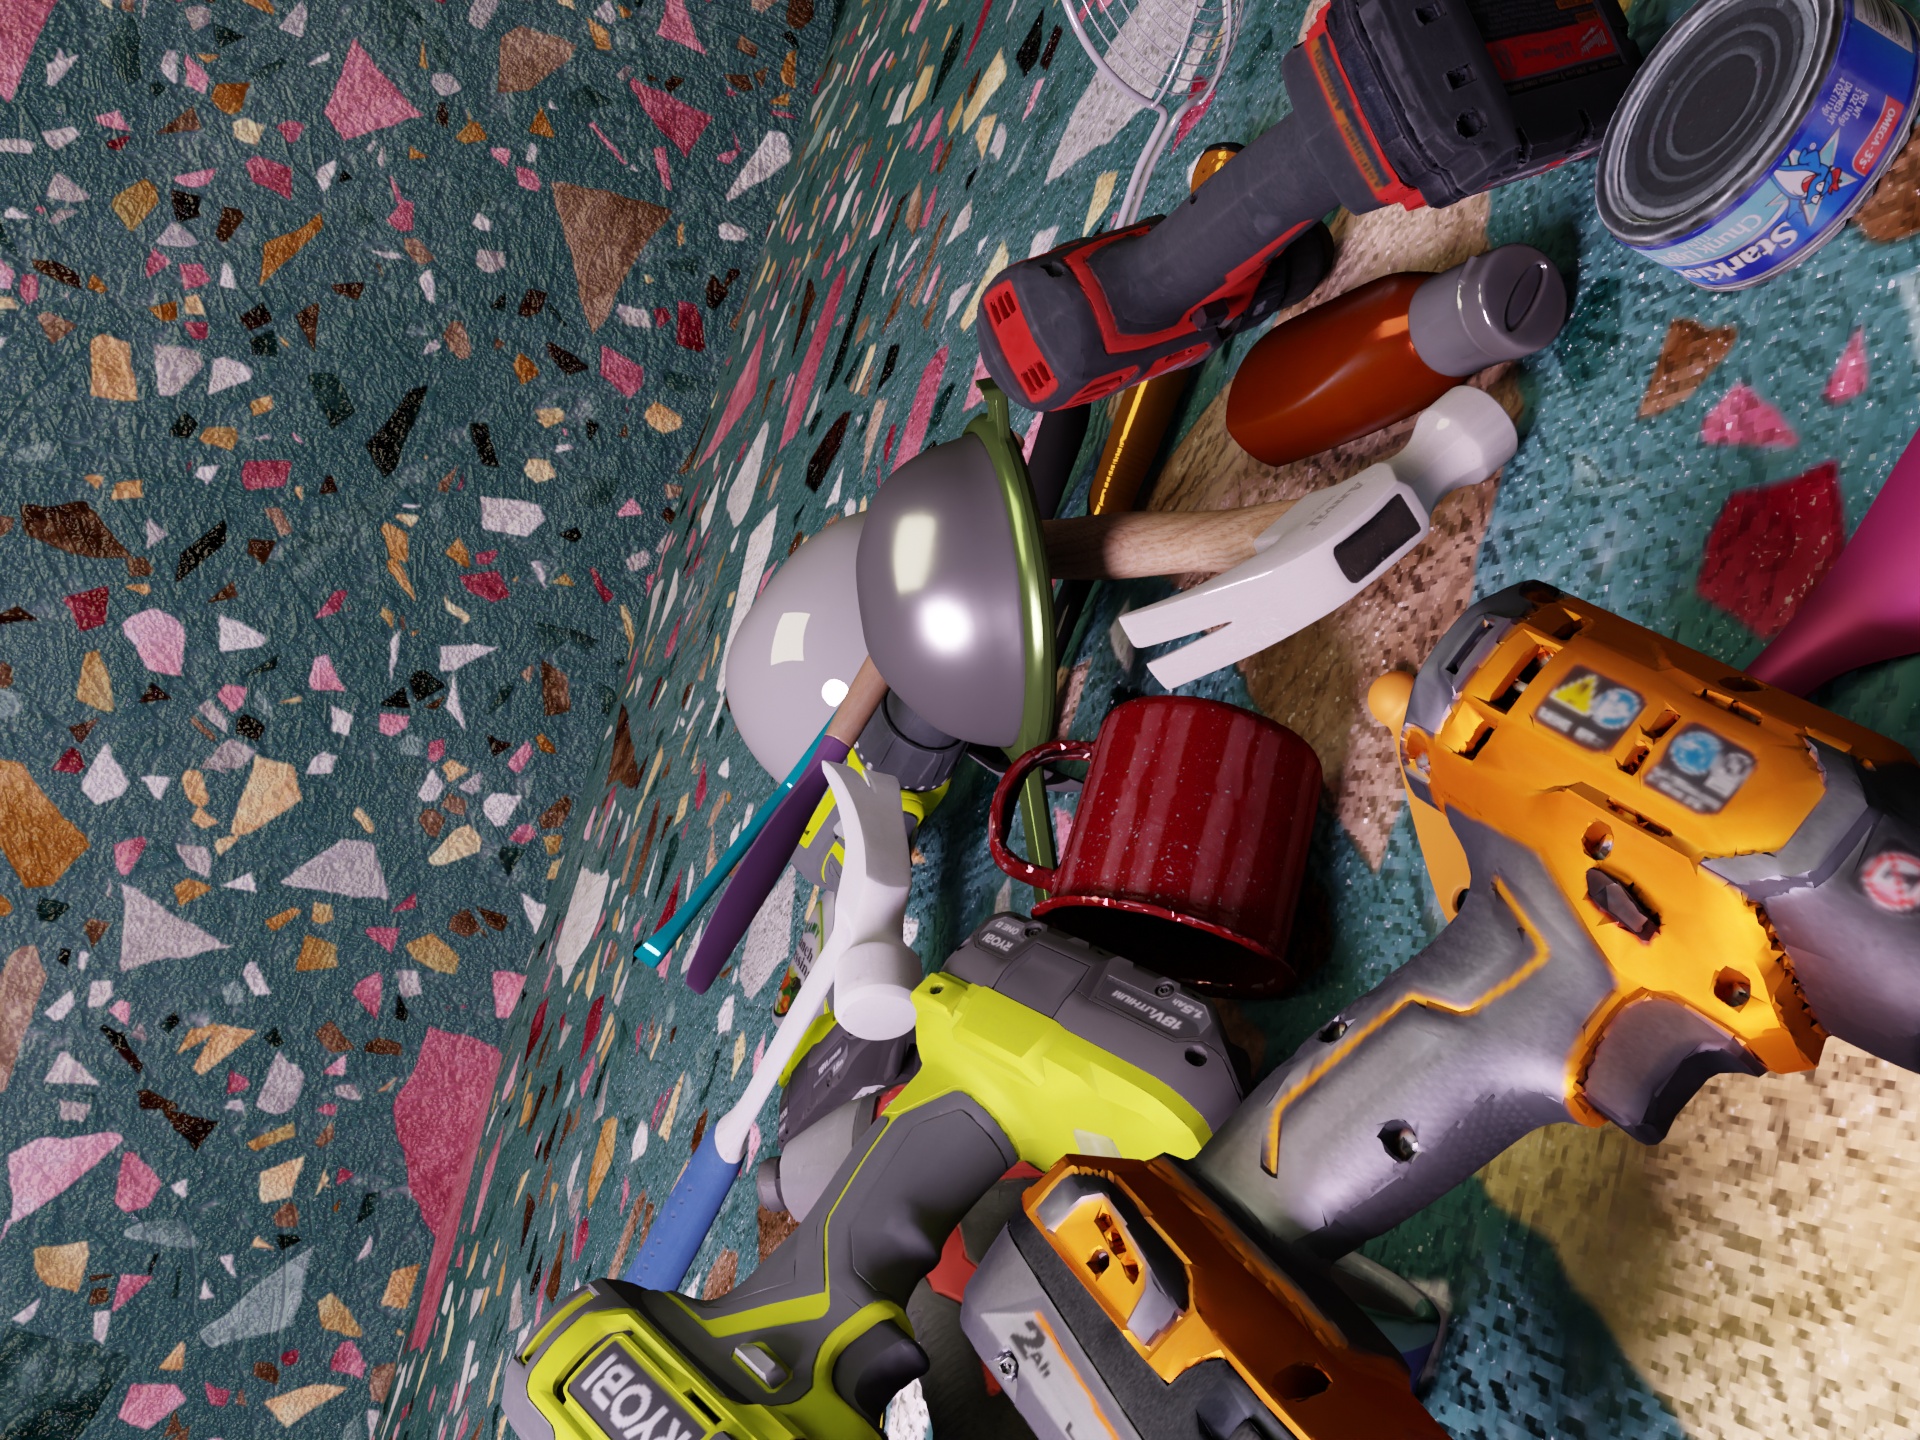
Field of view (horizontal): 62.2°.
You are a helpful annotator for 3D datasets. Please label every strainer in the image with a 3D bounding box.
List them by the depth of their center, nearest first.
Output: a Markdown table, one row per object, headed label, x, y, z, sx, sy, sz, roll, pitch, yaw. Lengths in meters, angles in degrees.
| label | x | y | z | sx | sy | sz | roll | pitch | yaw |
| --- | --- | --- | --- | --- | --- | --- | --- | --- | --- |
| strainer | -0.001 | -0.002 | 0.667 | 0.151 | 0.069 | 0.256 | 116 | 147 | -73 |
| strainer | -0.113 | -0.011 | 0.954 | 0.340 | 0.095 | 0.211 | -54 | 3 | -27 |

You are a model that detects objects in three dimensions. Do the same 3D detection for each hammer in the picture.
| label | x | y | z | sx | sy | sz | roll | pitch | yaw |
| --- | --- | --- | --- | --- | --- | --- | --- | --- | --- |
| hammer | 0.073 | -0.071 | 0.652 | 0.130 | 0.031 | 0.331 | -40 | 16 | -13 |
| hammer | -0.104 | 0.188 | 0.756 | 0.144 | 0.035 | 0.405 | -95 | 26 | -46 |
| hammer | 0.083 | -0.127 | 0.798 | 0.337 | 0.034 | 0.127 | -70 | 18 | 2 |

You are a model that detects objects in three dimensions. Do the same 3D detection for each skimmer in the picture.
| label | x | y | z | sx | sy | sz | roll | pitch | yaw |
| --- | --- | --- | --- | --- | --- | --- | --- | --- | --- |
| skimmer | 0.059 | -0.253 | 0.828 | 0.090 | 0.127 | 0.363 | 41 | 133 | 27 |

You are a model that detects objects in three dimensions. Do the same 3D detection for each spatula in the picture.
| label | x | y | z | sx | sy | sz | roll | pitch | yaw |
| --- | --- | --- | --- | --- | --- | --- | --- | --- | --- |
| spatula | -0.046 | -0.012 | 0.758 | 0.316 | 0.018 | 0.059 | -61 | -13 | -17 |

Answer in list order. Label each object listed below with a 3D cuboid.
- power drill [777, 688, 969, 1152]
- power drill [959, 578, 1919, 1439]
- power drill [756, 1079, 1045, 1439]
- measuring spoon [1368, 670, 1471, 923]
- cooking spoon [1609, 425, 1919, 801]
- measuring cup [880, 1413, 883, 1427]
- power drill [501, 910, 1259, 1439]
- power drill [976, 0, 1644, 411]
| label | x | y | z | sx | sy | sz | roll | pitch | yaw |
| --- | --- | --- | --- | --- | --- | --- | --- | --- | --- |
| power drill | -0.034 | 0.088 | 0.799 | 0.190 | 0.080 | 0.229 | 125 | 151 | -48 |
| power drill | 0.119 | 0.090 | 0.338 | 0.226 | 0.084 | 0.164 | -52 | 40 | 1 |
| power drill | -0.018 | 0.218 | 0.552 | 0.143 | 0.078 | 0.220 | -12 | 35 | 15 |
| measuring spoon | 0.147 | 0.024 | 0.505 | 0.021 | 0.011 | 0.117 | -56 | 23 | 36 |
| cooking spoon | 0.184 | 0.013 | 0.403 | 0.318 | 0.017 | 0.069 | -57 | 24 | 33 |
| measuring cup | -0.083 | 0.365 | 0.781 | 0.156 | 0.029 | 0.062 | -53 | 25 | 38 |
| power drill | -0.011 | 0.172 | 0.483 | 0.223 | 0.080 | 0.171 | -42 | 36 | -25 |
| power drill | 0.131 | -0.194 | 0.585 | 0.226 | 0.188 | 0.080 | -23 | 93 | 54 |
